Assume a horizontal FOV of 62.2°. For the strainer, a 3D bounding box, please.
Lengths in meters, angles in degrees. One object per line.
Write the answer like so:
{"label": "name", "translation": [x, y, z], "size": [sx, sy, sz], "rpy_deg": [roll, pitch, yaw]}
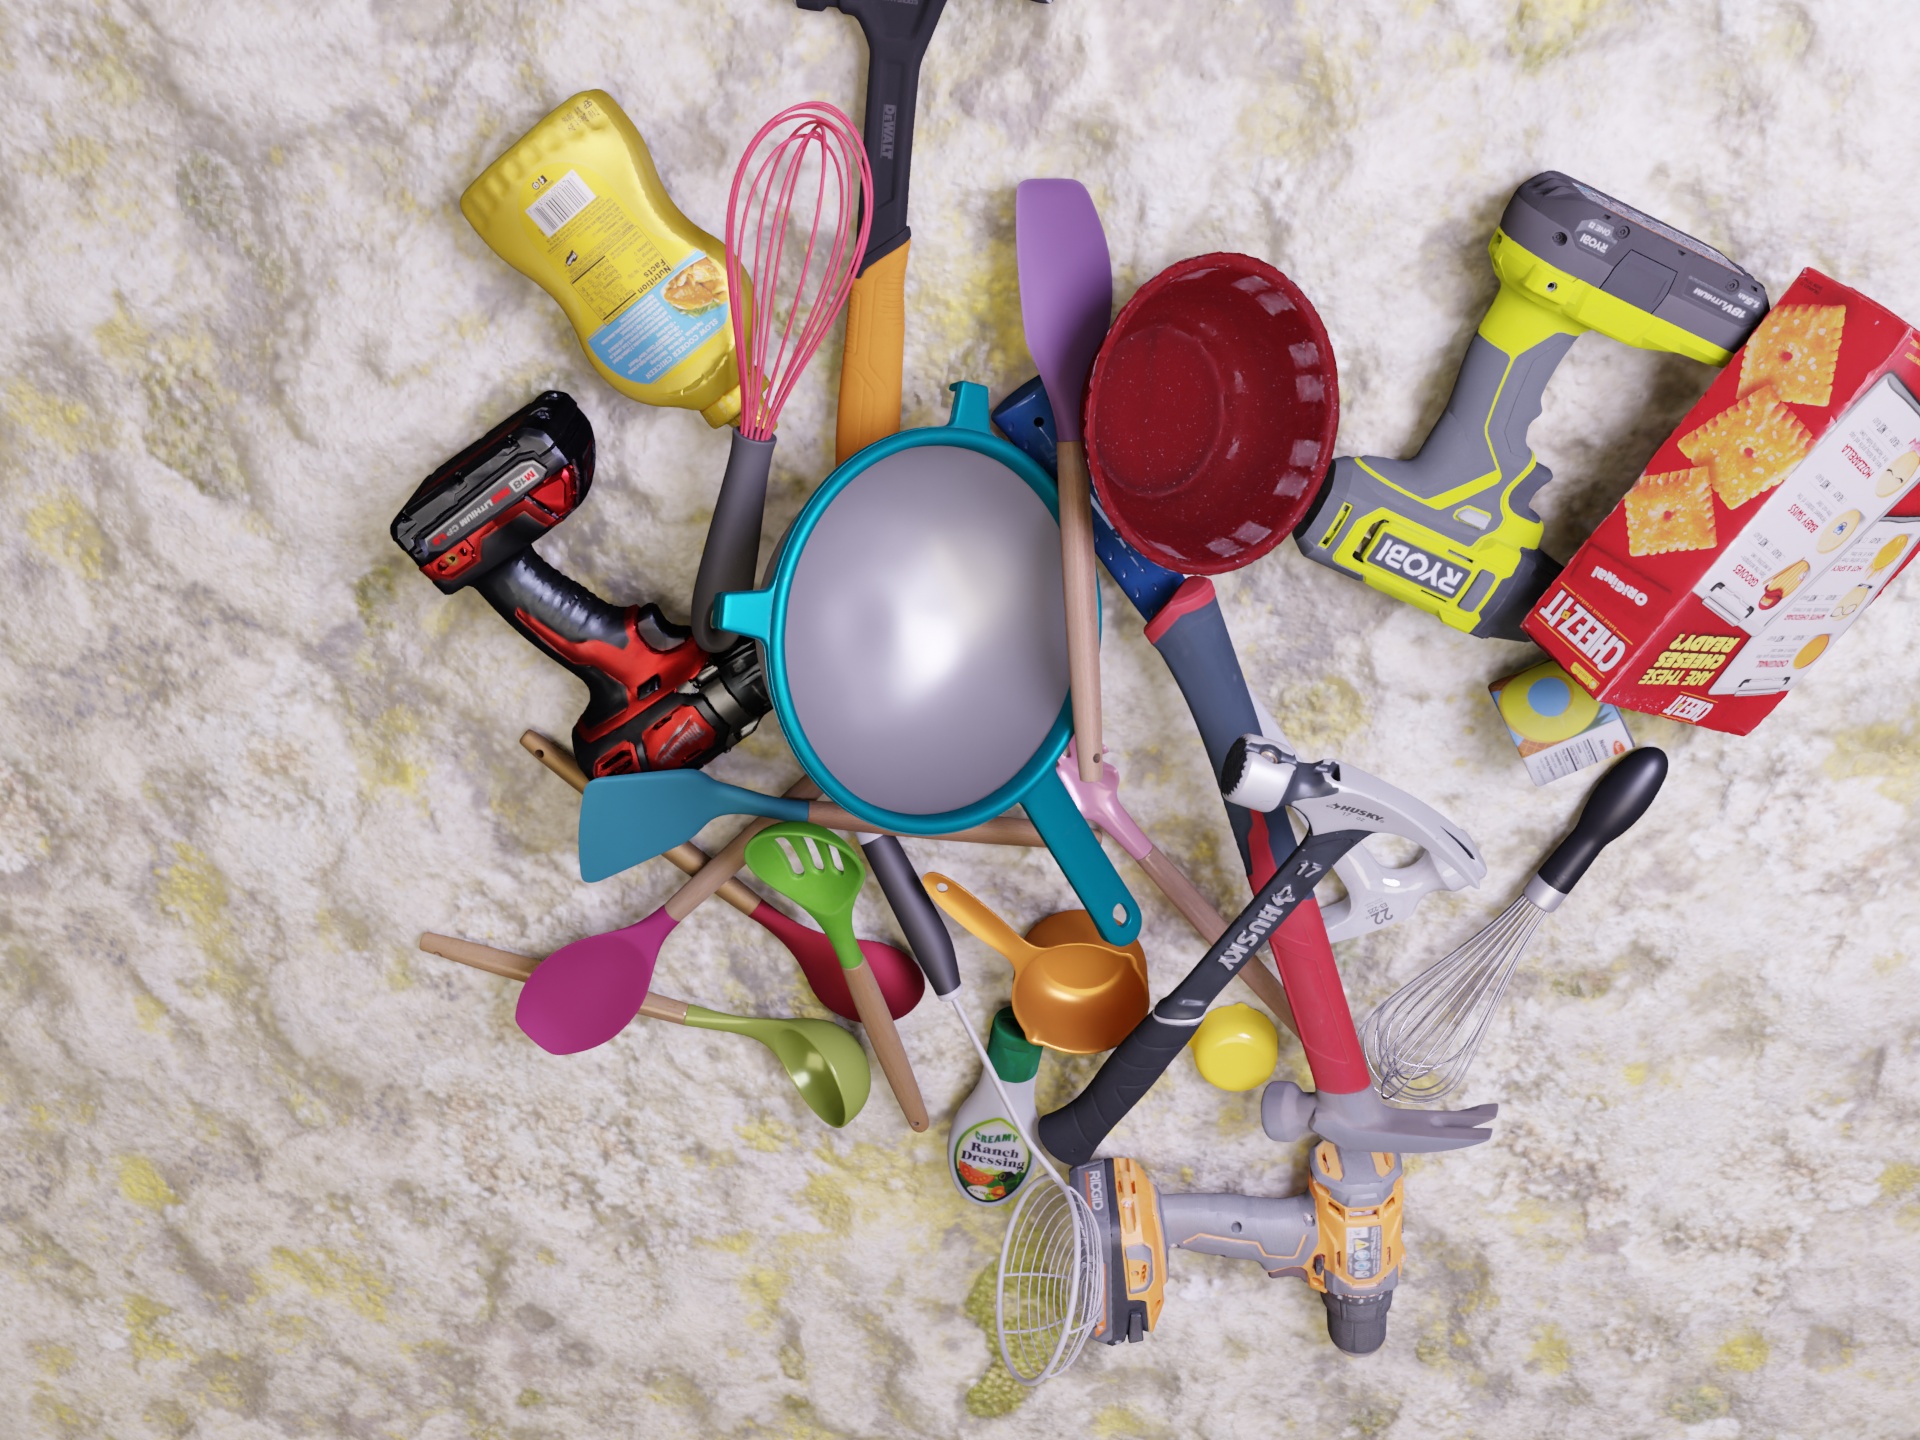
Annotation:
{"label": "strainer", "translation": [-0.001, -0.003, 0.883], "size": [0.211, 0.095, 0.340], "rpy_deg": [-46, 122, -23]}

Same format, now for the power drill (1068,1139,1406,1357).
{"label": "power drill", "translation": [0.196, 0.379, 1.112], "size": [0.226, 0.084, 0.185], "rpy_deg": [-6, 119, 4]}

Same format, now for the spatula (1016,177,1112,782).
{"label": "spatula", "translation": [0.062, -0.122, 0.840], "size": [0.059, 0.018, 0.316], "rpy_deg": [-10, 102, -31]}

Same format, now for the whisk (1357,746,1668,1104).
{"label": "whisk", "translation": [0.342, 0.131, 0.981], "size": [0.070, 0.070, 0.284], "rpy_deg": [28, 112, -9]}

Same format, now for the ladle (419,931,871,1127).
{"label": "ladle", "translation": [-0.213, 0.201, 1.069], "size": [0.320, 0.062, 0.078], "rpy_deg": [16, 139, 0]}

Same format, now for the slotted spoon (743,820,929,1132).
{"label": "slotted spoon", "translation": [-0.064, 0.168, 1.010], "size": [0.070, 0.031, 0.313], "rpy_deg": [-4, 132, 16]}

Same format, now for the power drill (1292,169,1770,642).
{"label": "power drill", "translation": [0.301, -0.150, 0.826], "size": [0.171, 0.080, 0.223], "rpy_deg": [23, 121, -7]}

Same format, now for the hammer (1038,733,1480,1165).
{"label": "hammer", "translation": [0.142, 0.161, 0.932], "size": [0.149, 0.036, 0.408], "rpy_deg": [18, 136, -10]}

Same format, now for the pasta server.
{"label": "pasta server", "translation": [0.132, 0.103, 0.988], "size": [0.060, 0.040, 0.316], "rpy_deg": [-40, 106, 9]}

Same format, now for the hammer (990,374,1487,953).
{"label": "hammer", "translation": [0.146, -0.024, 0.927], "size": [0.144, 0.035, 0.405], "rpy_deg": [-31, 111, 19]}

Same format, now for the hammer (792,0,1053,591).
{"label": "hammer", "translation": [-0.036, -0.222, 0.841], "size": [0.127, 0.034, 0.336], "rpy_deg": [9, 118, 2]}

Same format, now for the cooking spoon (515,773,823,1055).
{"label": "cooking spoon", "translation": [-0.164, 0.106, 1.007], "size": [0.319, 0.017, 0.068], "rpy_deg": [-42, 102, 13]}

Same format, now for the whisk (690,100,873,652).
{"label": "whisk", "translation": [-0.101, -0.165, 0.816], "size": [0.073, 0.073, 0.295], "rpy_deg": [15, 117, -3]}

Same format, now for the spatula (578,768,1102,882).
{"label": "spatula", "translation": [-0.067, 0.067, 0.964], "size": [0.317, 0.044, 0.082], "rpy_deg": [5, 127, -9]}

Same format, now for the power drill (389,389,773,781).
{"label": "power drill", "translation": [-0.186, -0.075, 0.910], "size": [0.188, 0.080, 0.226], "rpy_deg": [-31, 115, 12]}

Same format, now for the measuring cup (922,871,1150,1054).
{"label": "measuring cup", "translation": [0.046, 0.138, 1.014], "size": [0.173, 0.052, 0.095], "rpy_deg": [39, 114, -13]}

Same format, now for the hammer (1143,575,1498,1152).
{"label": "hammer", "translation": [0.200, 0.093, 0.922], "size": [0.143, 0.038, 0.386], "rpy_deg": [-7, 116, 32]}

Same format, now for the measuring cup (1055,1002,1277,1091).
{"label": "measuring cup", "translation": [0.133, 0.215, 1.055], "size": [0.156, 0.029, 0.062], "rpy_deg": [6, 118, 0]}

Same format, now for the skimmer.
{"label": "skimmer", "translation": [-0.004, 0.240, 1.009], "size": [0.090, 0.127, 0.363], "rpy_deg": [-27, 96, -17]}

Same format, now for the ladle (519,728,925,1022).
{"label": "ladle", "translation": [-0.153, 0.104, 1.029], "size": [0.315, 0.031, 0.069], "rpy_deg": [38, 113, -12]}
